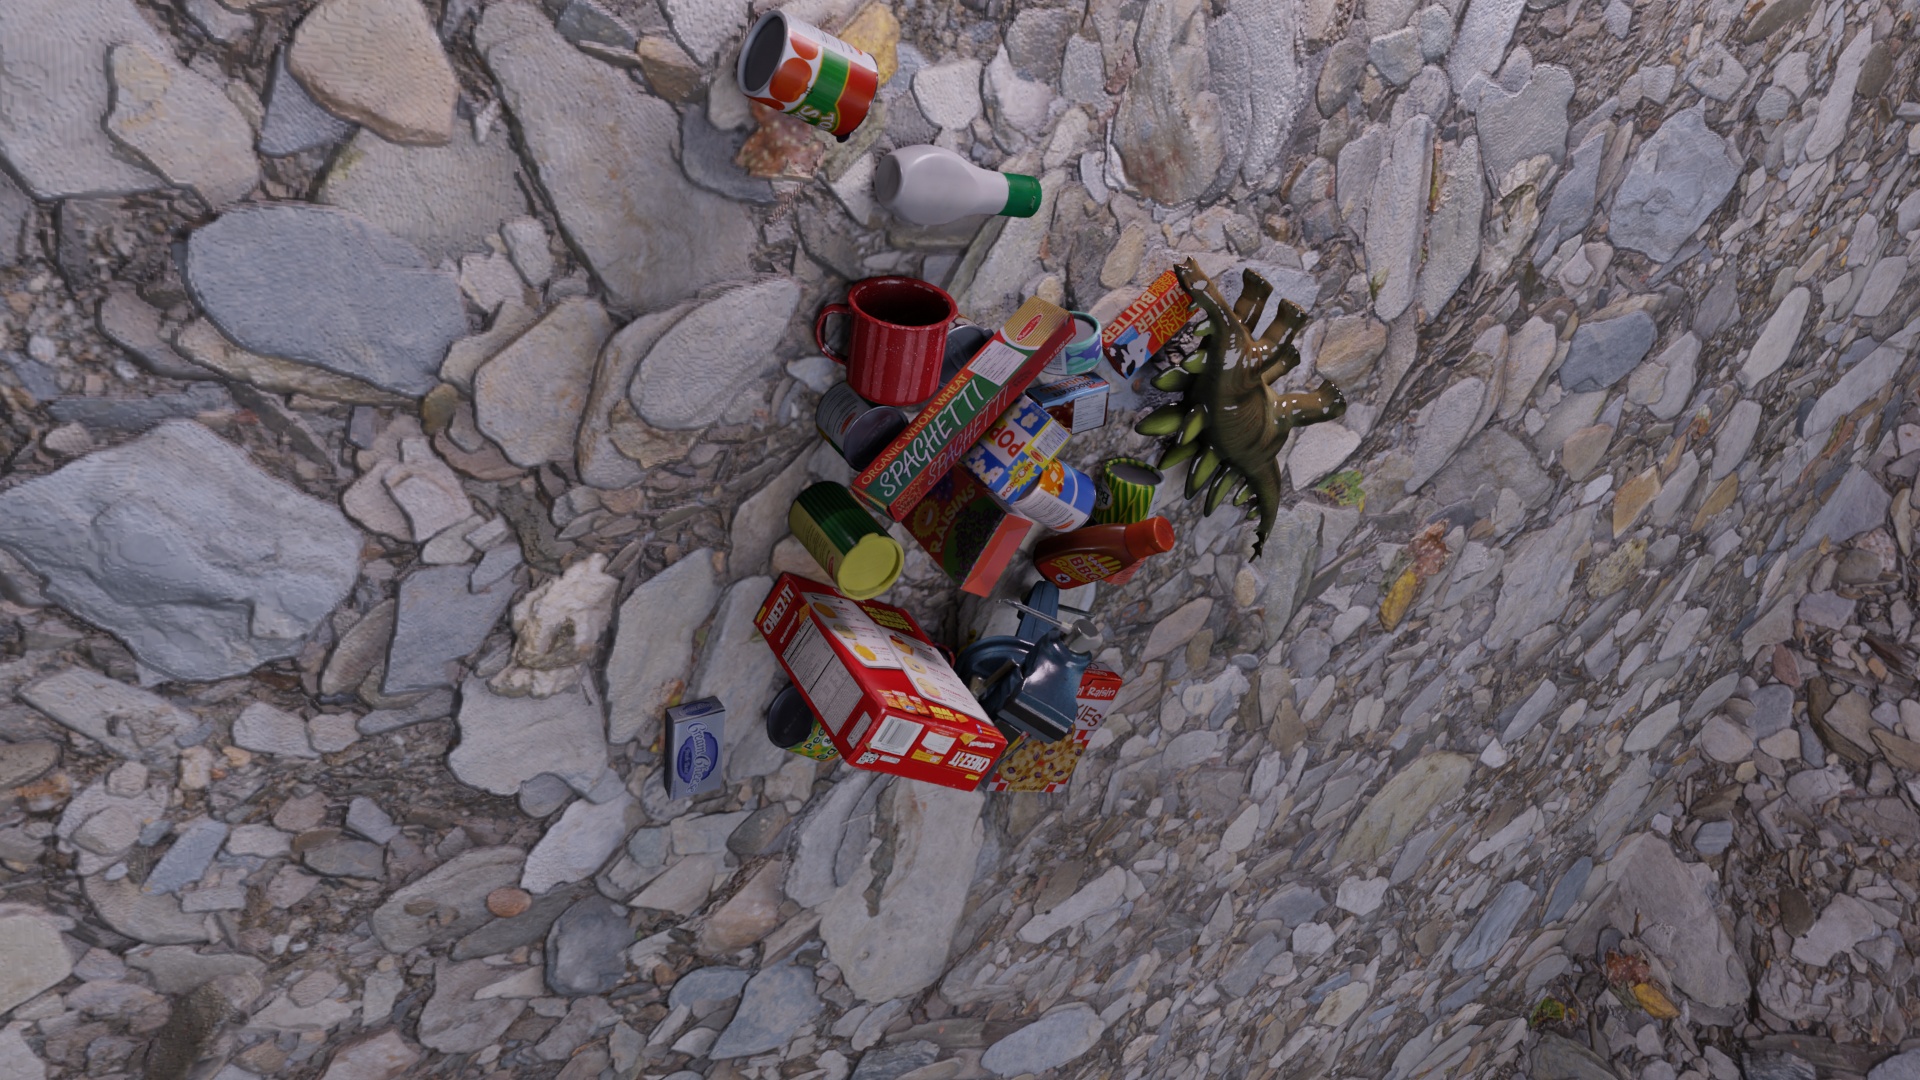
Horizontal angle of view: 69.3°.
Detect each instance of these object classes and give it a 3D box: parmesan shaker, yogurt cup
[{"bbox_3d":[-0.104,-0.004,1.257,0.071,0.103,0.071,-19,131,-24],"label":"parmesan shaker"},{"bbox_3d":[0.168,0.011,1.496,0.072,0.072,0.053,2,128,-37],"label":"yogurt cup"}]

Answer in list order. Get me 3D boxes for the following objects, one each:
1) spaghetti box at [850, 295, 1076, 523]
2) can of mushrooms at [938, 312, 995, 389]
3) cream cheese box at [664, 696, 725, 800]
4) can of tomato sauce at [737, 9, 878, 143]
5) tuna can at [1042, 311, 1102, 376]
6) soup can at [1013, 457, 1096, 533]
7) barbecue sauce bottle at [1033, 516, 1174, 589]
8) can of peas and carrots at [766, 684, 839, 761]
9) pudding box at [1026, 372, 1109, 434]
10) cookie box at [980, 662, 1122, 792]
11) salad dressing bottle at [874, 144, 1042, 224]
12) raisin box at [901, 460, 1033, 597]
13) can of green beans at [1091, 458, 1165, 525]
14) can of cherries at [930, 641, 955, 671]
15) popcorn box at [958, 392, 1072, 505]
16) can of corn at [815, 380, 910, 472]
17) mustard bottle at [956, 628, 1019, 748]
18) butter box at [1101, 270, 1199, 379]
[{"bbox_3d":[0.004,-0.117,1.222,0.251,0.050,0.028,-48,145,-16],"label":"spaghetti box"},{"bbox_3d":[-0.005,-0.172,1.257,0.071,0.033,0.070,-19,130,-24],"label":"can of mushrooms"},{"bbox_3d":[-0.259,0.204,1.351,0.053,0.024,0.103,-12,127,-30],"label":"cream cheese box"},{"bbox_3d":[-0.114,-0.343,1.029,0.083,0.071,0.071,13,113,-40],"label":"can of tomato sauce"},{"bbox_3d":[0.102,-0.186,1.301,0.071,0.071,0.032,-25,132,-19],"label":"tuna can"},{"bbox_3d":[0.084,-0.054,1.387,0.083,0.071,0.071,26,104,-43],"label":"soup can"},{"bbox_3d":[0.149,0.010,1.431,0.064,0.148,0.044,40,49,-33],"label":"barbecue sauce bottle"},{"bbox_3d":[-0.148,0.183,1.384,0.071,0.071,0.058,-52,136,7],"label":"can of peas and carrots"},{"bbox_3d":[0.105,-0.131,1.369,0.084,0.030,0.049,-18,131,-25],"label":"pudding box"},{"bbox_3d":[0.101,0.215,1.611,0.123,0.040,0.167,11,114,-40],"label":"cookie box"},{"bbox_3d":[0.001,-0.295,1.166,0.148,0.044,0.064,-3,120,-36],"label":"salad dressing bottle"},{"bbox_3d":[0.005,-0.016,1.312,0.040,0.124,0.086,18,109,-41],"label":"raisin box"},{"bbox_3d":[0.176,-0.047,1.457,0.071,0.071,0.057,-7,124,-32],"label":"can of green beans"},{"bbox_3d":[-0.031,0.147,1.446,0.072,0.072,0.058,-28,132,-17],"label":"can of cherries"},{"bbox_3d":[0.033,-0.099,1.271,0.085,0.127,0.038,-49,133,4],"label":"popcorn box"},{"bbox_3d":[-0.085,-0.101,1.232,0.071,0.058,0.070,-19,130,-24],"label":"can of corn"},{"bbox_3d":[0.024,0.157,1.500,0.049,0.065,0.159,-30,127,-21],"label":"mustard bottle"},{"bbox_3d":[0.185,-0.213,1.372,0.103,0.024,0.053,-44,136,0],"label":"butter box"}]
